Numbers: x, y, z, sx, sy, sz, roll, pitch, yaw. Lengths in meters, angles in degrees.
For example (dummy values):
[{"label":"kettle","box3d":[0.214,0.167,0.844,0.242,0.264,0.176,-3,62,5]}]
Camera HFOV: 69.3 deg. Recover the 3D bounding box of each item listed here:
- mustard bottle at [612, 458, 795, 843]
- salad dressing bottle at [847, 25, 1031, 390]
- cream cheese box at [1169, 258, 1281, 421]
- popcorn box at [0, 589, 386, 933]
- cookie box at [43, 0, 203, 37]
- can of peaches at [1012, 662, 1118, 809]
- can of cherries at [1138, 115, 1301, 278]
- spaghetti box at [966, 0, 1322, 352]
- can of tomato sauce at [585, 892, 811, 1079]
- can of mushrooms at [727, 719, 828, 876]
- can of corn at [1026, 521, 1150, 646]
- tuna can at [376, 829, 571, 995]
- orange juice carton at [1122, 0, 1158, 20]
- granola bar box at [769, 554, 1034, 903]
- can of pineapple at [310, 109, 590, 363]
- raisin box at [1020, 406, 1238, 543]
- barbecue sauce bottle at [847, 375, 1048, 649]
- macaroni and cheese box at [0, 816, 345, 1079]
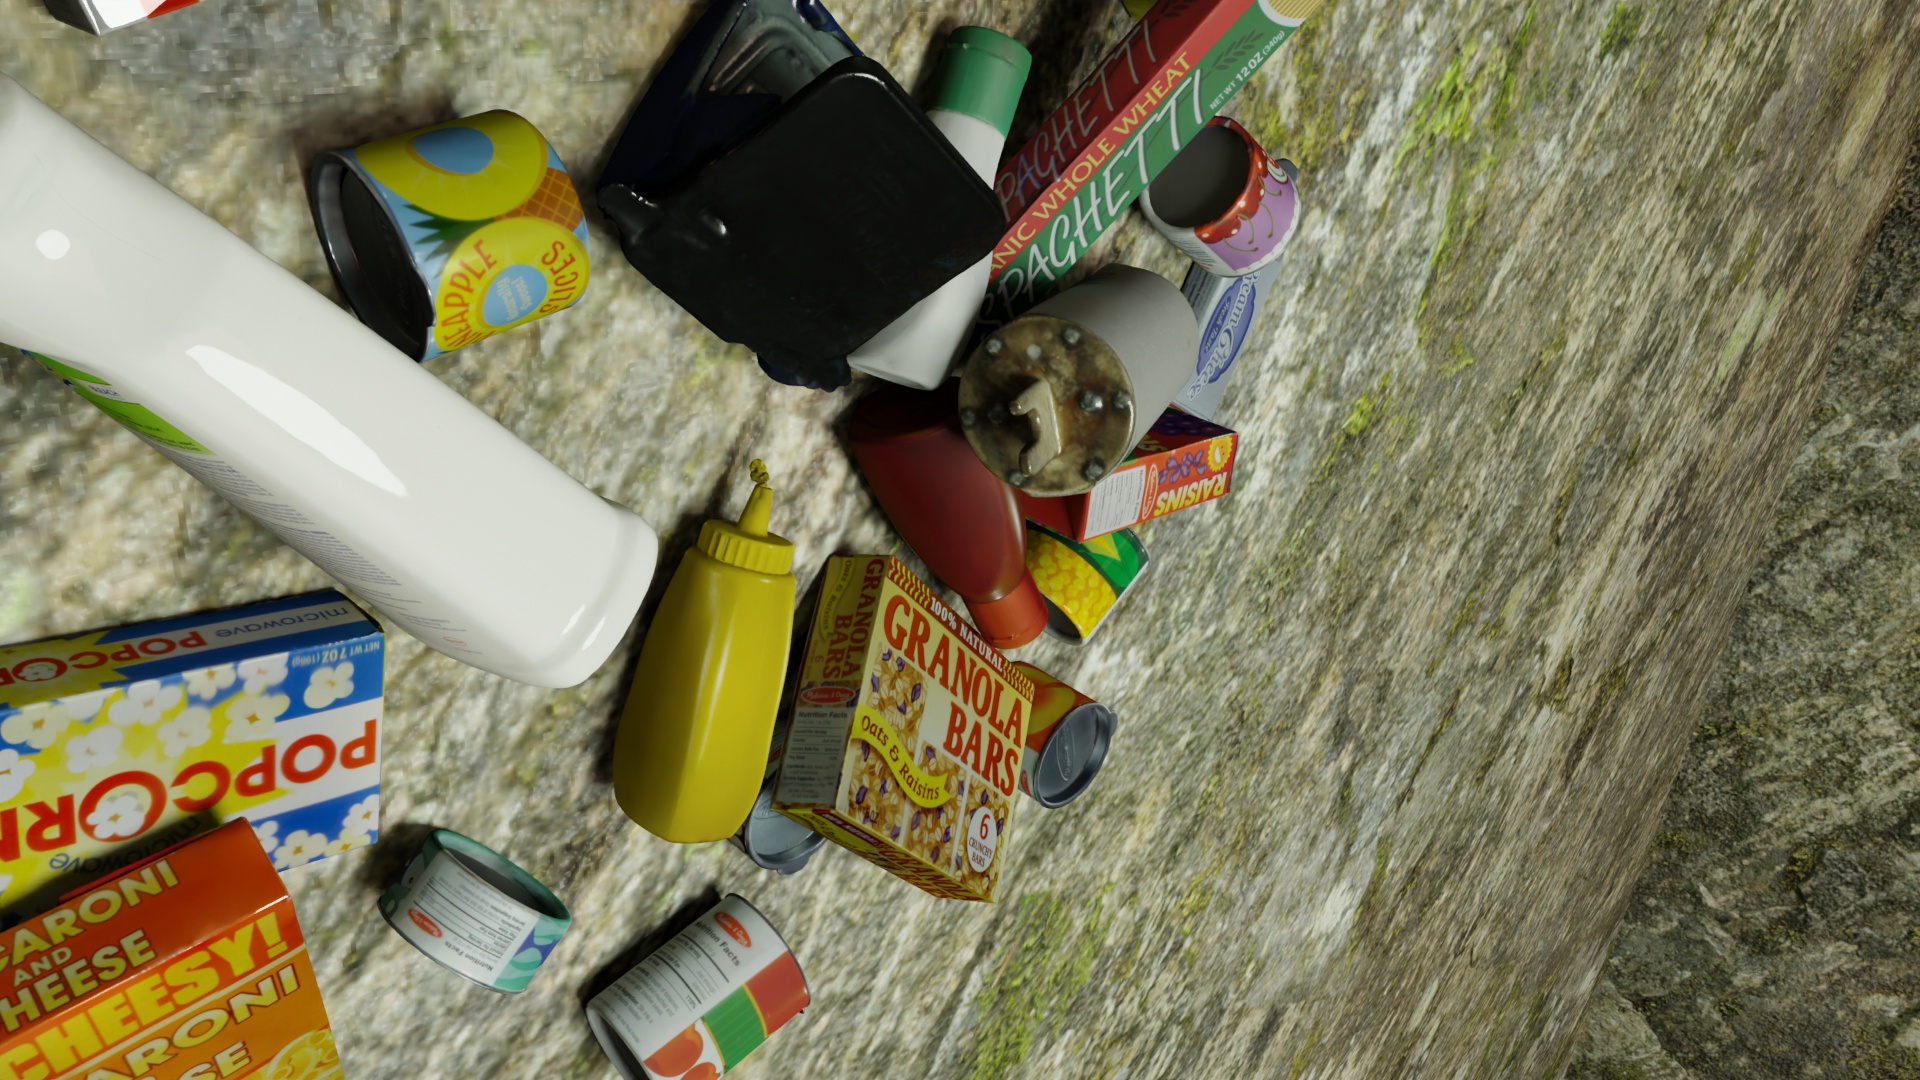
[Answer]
[{"label":"mustard bottle","box3d":[-0.100,0.044,0.582,0.049,0.065,0.160,10,100,-47]},{"label":"salad dressing bottle","box3d":[-0.009,-0.139,0.584,0.044,0.064,0.147,18,89,-47]},{"label":"cream cheese box","box3d":[0.144,-0.124,0.796,0.053,0.024,0.103,18,97,-53]},{"label":"popcorn box","box3d":[-0.251,0.071,0.440,0.127,0.038,0.085,-12,122,-45]},{"label":"cookie box","box3d":[-0.193,-0.225,0.332,0.123,0.040,0.166,-36,135,-30]},{"label":"can of peaches","box3d":[0.045,0.109,0.792,0.071,0.058,0.071,-27,129,-38]},{"label":"can of cherries","box3d":[0.135,-0.180,0.719,0.058,0.071,0.071,21,95,-51]},{"label":"spaghetti box","box3d":[0.073,-0.182,0.603,0.249,0.029,0.050,-45,146,14]},{"label":"can of tomato sauce","box3d":[-0.123,0.220,0.655,0.083,0.071,0.070,-33,134,-32]},{"label":"can of mushrooms","box3d":[-0.087,0.123,0.667,0.071,0.033,0.070,-28,130,-38]},{"label":"can of corn","box3d":[0.056,0.013,0.744,0.058,0.071,0.071,-50,141,-15]},{"label":"tuna can","box3d":[-0.187,0.143,0.539,0.033,0.071,0.071,-56,142,-10]},{"label":"orange juice carton","box3d":[0.144,-0.330,0.636,0.193,0.072,0.073,-55,142,-9]},{"label":"granola bar box","box3d":[-0.022,0.097,0.684,0.165,0.039,0.124,46,49,-51]},{"label":"can of pineapple","box3d":[-0.156,-0.093,0.430,0.058,0.071,0.070,-31,132,-35]},{"label":"raisin box","box3d":[0.072,-0.041,0.711,0.124,0.086,0.040,-17,122,-43]},{"label":"barbecue sauce bottle","box3d":[0.002,-0.008,0.657,0.044,0.065,0.148,-76,150,-43]},{"label":"macaroni and cheese box","box3d":[-0.270,0.174,0.442,0.124,0.040,0.165,-27,147,-35]}]
